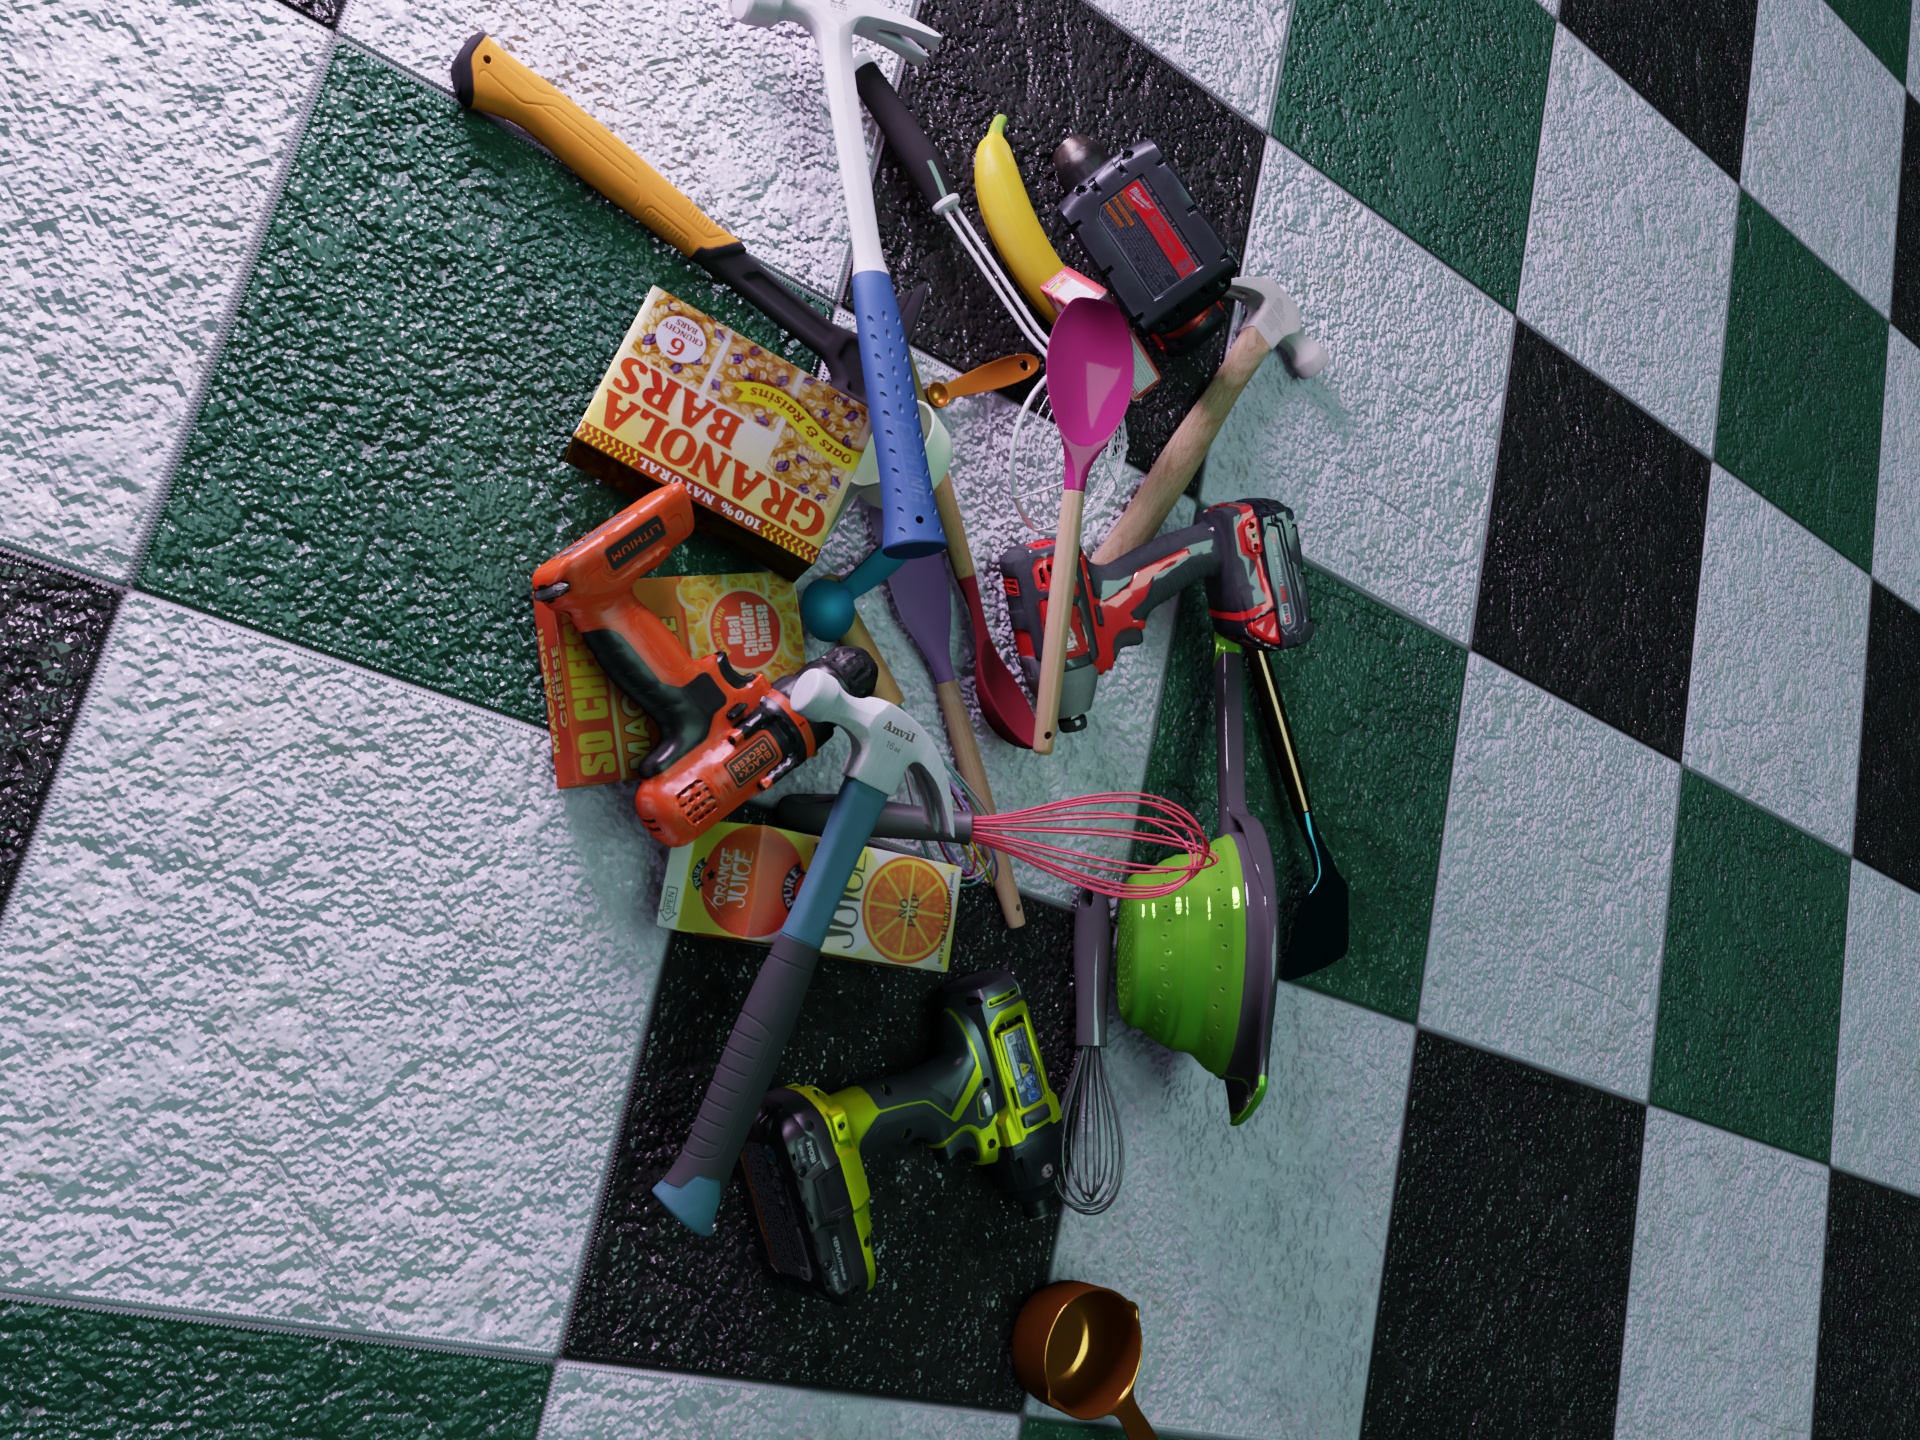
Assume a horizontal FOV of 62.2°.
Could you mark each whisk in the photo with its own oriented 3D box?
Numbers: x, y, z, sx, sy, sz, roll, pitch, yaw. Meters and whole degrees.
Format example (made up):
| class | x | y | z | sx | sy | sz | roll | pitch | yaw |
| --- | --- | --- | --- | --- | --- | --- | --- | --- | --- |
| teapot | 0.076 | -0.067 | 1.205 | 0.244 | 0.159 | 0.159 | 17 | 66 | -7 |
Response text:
| class | x | y | z | sx | sy | sz | roll | pitch | yaw |
| --- | --- | --- | --- | --- | --- | --- | --- | --- | --- |
| whisk | 0.026 | 0.073 | 1.053 | 0.296 | 0.073 | 0.073 | 6 | 80 | -3 |
| whisk | -0.039 | 0.011 | 1.096 | 0.245 | 0.051 | 0.047 | 62 | 20 | -8 |
| whisk | 0.093 | 0.236 | 1.158 | 0.055 | 0.055 | 0.239 | 12 | 73 | -33 |

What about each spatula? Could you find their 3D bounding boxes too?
| class | x | y | z | sx | sy | sz | roll | pitch | yaw |
| --- | --- | --- | --- | --- | --- | --- | --- | --- | --- |
| spatula | -0.002 | -0.004 | 1.132 | 0.060 | 0.018 | 0.316 | -20 | 96 | -45 |
| spatula | 0.266 | 0.052 | 1.311 | 0.082 | 0.044 | 0.317 | -14 | 88 | -35 |

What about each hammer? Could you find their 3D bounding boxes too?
| class | x | y | z | sx | sy | sz | roll | pitch | yaw |
| --- | --- | --- | --- | --- | --- | --- | --- | --- | --- |
| hammer | -0.102 | 0.144 | 0.950 | 0.128 | 0.033 | 0.331 | 27 | 82 | -30 |
| hammer | -0.055 | -0.303 | 1.052 | 0.144 | 0.035 | 0.406 | -2 | 76 | -30 |
| hammer | 0.190 | -0.234 | 1.285 | 0.130 | 0.031 | 0.331 | 45 | 62 | -23 |
| hammer | -0.174 | -0.327 | 1.035 | 0.336 | 0.034 | 0.127 | 34 | 74 | -26 |

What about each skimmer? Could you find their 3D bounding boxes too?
| class | x | y | z | sx | sy | sz | roll | pitch | yaw |
| --- | --- | --- | --- | --- | --- | --- | --- | --- | --- |
| skimmer | 0.007 | -0.308 | 1.159 | 0.127 | 0.090 | 0.363 | -34 | 92 | -39 |

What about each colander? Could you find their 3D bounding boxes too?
| class | x | y | z | sx | sy | sz | roll | pitch | yaw |
| --- | --- | --- | --- | --- | --- | --- | --- | --- | --- |
| colander | 0.168 | 0.096 | 1.193 | 0.094 | 0.204 | 0.397 | 4 | 62 | -1 |

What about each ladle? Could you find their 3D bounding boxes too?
| class | x | y | z | sx | sy | sz | roll | pitch | yaw |
| --- | --- | --- | --- | --- | --- | --- | --- | --- | --- |
| ladle | -0.003 | -0.127 | 1.138 | 0.069 | 0.031 | 0.315 | -20 | 94 | -70 |

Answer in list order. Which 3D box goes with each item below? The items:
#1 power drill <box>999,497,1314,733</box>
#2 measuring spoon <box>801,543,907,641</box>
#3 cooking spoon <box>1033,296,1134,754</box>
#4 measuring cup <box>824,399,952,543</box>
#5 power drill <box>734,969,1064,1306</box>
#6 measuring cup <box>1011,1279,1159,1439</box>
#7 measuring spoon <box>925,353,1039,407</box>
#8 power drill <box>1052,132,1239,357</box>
| class | x | y | z | sx | sy | sz | roll | pitch | yaw |
| --- | --- | --- | --- | --- | --- | --- | --- | --- | --- |
| power drill | 0.143 | -0.081 | 1.179 | 0.219 | 0.078 | 0.143 | -15 | 101 | -16 |
| measuring spoon | -0.060 | -0.096 | 1.069 | 0.129 | 0.021 | 0.042 | -45 | 118 | -41 |
| cooking spoon | 0.076 | -0.134 | 1.110 | 0.068 | 0.017 | 0.319 | 6 | 92 | -23 |
| measuring cup | -0.067 | -0.143 | 1.084 | 0.167 | 0.083 | 0.038 | -54 | 133 | -8 |
| power drill | -0.029 | 0.282 | 1.047 | 0.223 | 0.080 | 0.171 | -18 | 95 | -38 |
| measuring cup | 0.097 | 0.475 | 1.127 | 0.095 | 0.052 | 0.173 | -37 | 107 | -32 |
| measuring spoon | 0.016 | -0.252 | 1.181 | 0.117 | 0.011 | 0.021 | -28 | 98 | -37 |
| power drill | 0.126 | -0.357 | 1.160 | 0.080 | 0.227 | 0.188 | -34 | 94 | 12 |
